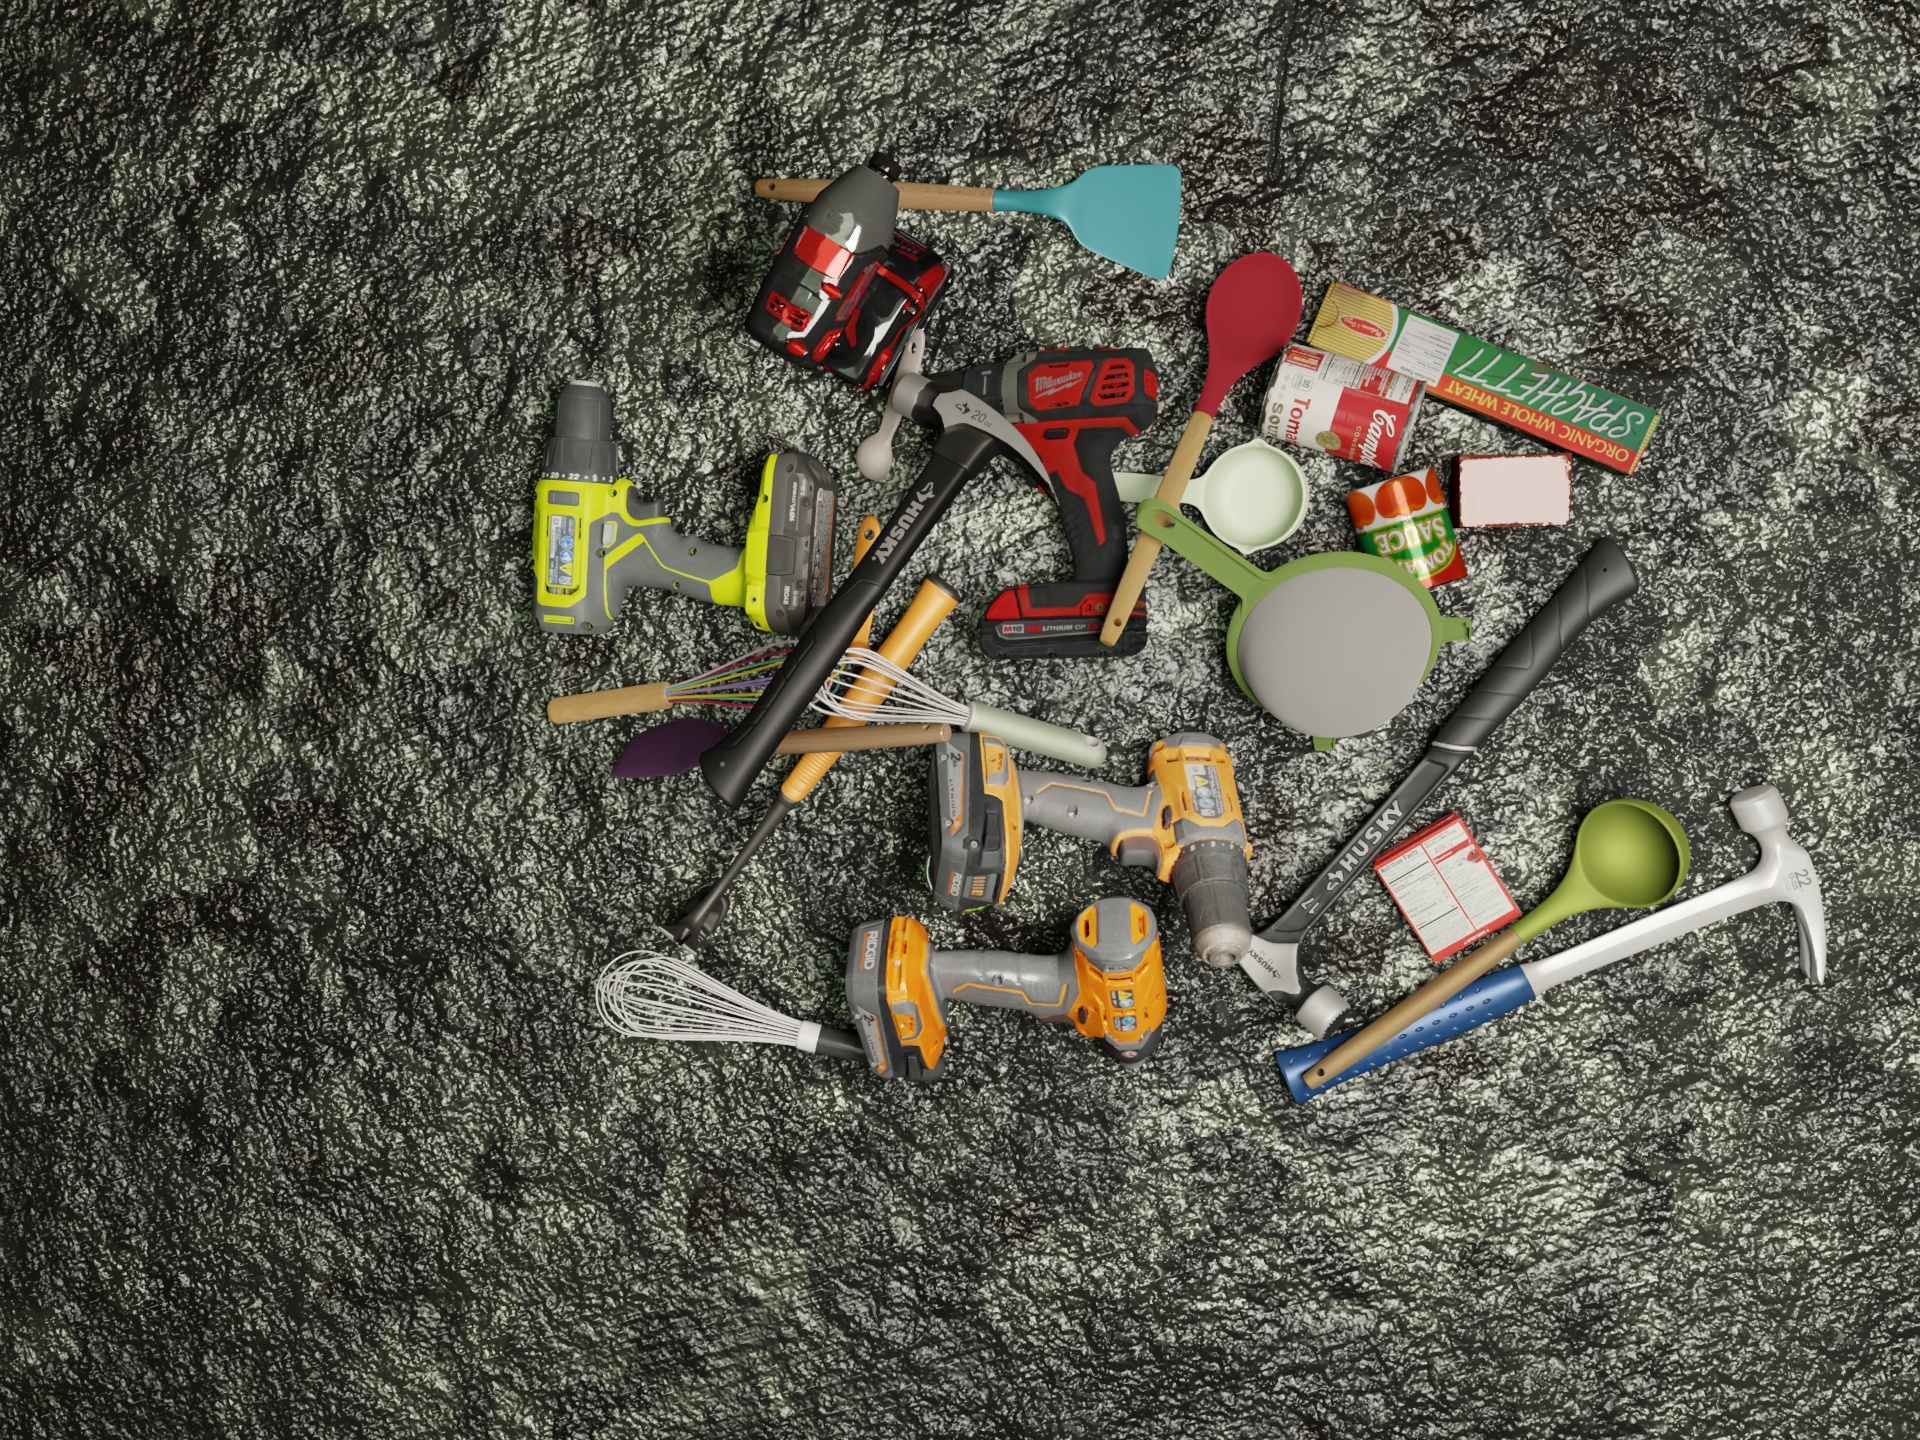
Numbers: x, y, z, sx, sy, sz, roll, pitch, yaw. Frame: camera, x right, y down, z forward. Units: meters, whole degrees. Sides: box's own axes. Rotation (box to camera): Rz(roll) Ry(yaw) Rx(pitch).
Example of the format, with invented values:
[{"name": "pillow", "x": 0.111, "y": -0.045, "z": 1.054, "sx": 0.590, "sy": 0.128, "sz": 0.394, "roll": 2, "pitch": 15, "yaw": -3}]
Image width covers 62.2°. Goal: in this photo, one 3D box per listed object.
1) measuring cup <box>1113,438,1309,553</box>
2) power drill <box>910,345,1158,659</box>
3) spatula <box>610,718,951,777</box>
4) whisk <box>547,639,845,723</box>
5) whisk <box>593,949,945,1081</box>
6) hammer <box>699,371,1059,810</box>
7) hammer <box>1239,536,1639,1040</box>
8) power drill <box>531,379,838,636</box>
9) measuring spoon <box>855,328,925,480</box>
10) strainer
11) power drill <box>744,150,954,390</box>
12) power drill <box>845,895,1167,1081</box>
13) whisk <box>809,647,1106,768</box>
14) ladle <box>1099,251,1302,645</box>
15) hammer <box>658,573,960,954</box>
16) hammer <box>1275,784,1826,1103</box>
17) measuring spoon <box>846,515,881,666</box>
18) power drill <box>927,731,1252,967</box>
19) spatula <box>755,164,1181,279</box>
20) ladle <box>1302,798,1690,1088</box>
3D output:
[{"name": "measuring cup", "x": 0.176, "y": -0.169, "z": 1.177, "sx": 0.168, "sy": 0.038, "sz": 0.083, "roll": 8, "pitch": 99, "yaw": 24}, {"name": "power drill", "x": 0.052, "y": -0.158, "z": 1.167, "sx": 0.188, "sy": 0.080, "sz": 0.226, "roll": 0, "pitch": 93, "yaw": 18}, {"name": "spatula", "x": -0.138, "y": 0.015, "z": 1.166, "sx": 0.316, "sy": 0.060, "sz": 0.018, "roll": -4, "pitch": 137, "yaw": 35}, {"name": "whisk", "x": -0.206, "y": -0.024, "z": 1.238, "sx": 0.245, "sy": 0.051, "sz": 0.047, "roll": -8, "pitch": 60, "yaw": 12}, {"name": "whisk", "x": -0.150, "y": 0.240, "z": 1.246, "sx": 0.284, "sy": 0.070, "sz": 0.070, "roll": 13, "pitch": 97, "yaw": 2}, {"name": "hammer", "x": -0.068, "y": -0.081, "z": 1.102, "sx": 0.146, "sy": 0.035, "sz": 0.335, "roll": 31, "pitch": 81, "yaw": 23}, {"name": "hammer", "x": 0.341, "y": 0.032, "z": 1.155, "sx": 0.149, "sy": 0.036, "sz": 0.409, "roll": 42, "pitch": 95, "yaw": 28}, {"name": "power drill", "x": -0.214, "y": -0.155, "z": 1.205, "sx": 0.228, "sy": 0.080, "sz": 0.190, "roll": 6, "pitch": 97, "yaw": 10}, {"name": "measuring spoon", "x": -0.053, "y": -0.233, "z": 1.178, "sx": 0.034, "sy": 0.018, "sz": 0.124, "roll": 47, "pitch": 129, "yaw": 34}, {"name": "strainer", "x": 0.221, "y": -0.065, "z": 1.095, "sx": 0.256, "sy": 0.069, "sz": 0.151, "roll": 32, "pitch": 126, "yaw": -20}, {"name": "power drill", "x": -0.072, "y": -0.305, "z": 1.097, "sx": 0.078, "sy": 0.219, "sz": 0.143, "roll": 32, "pitch": 99, "yaw": 3}, {"name": "power drill", "x": 0.041, "y": 0.211, "z": 1.189, "sx": 0.226, "sy": 0.084, "sz": 0.164, "roll": -6, "pitch": 131, "yaw": 9}, {"name": "whisk", "x": -0.002, "y": -0.004, "z": 1.168, "sx": 0.246, "sy": 0.058, "sz": 0.059, "roll": 16, "pitch": 123, "yaw": -20}, {"name": "ladle", "x": 0.164, "y": -0.193, "z": 1.127, "sx": 0.069, "sy": 0.031, "sz": 0.315, "roll": 26, "pitch": 77, "yaw": -8}, {"name": "hammer", "x": -0.110, "y": 0.031, "z": 1.197, "sx": 0.034, "sy": 0.127, "sz": 0.337, "roll": 37, "pitch": 93, "yaw": -2}, {"name": "hammer", "x": 0.431, "y": 0.194, "z": 1.173, "sx": 0.405, "sy": 0.035, "sz": 0.144, "roll": -25, "pitch": 92, "yaw": 9}, {"name": "measuring spoon", "x": -0.074, "y": -0.099, "z": 1.223, "sx": 0.021, "sy": 0.011, "sz": 0.117, "roll": 6, "pitch": 96, "yaw": 7}, {"name": "power drill", "x": 0.094, "y": 0.090, "z": 1.121, "sx": 0.226, "sy": 0.186, "sz": 0.084, "roll": 2, "pitch": 138, "yaw": -7}, {"name": "spatula", "x": 0.002, "y": -0.383, "z": 1.181, "sx": 0.317, "sy": 0.044, "sz": 0.082, "roll": 8, "pitch": 97, "yaw": 11}, {"name": "ladle", "x": 0.375, "y": 0.168, "z": 1.136, "sx": 0.320, "sy": 0.062, "sz": 0.078, "roll": -38, "pitch": 66, "yaw": 10}]
